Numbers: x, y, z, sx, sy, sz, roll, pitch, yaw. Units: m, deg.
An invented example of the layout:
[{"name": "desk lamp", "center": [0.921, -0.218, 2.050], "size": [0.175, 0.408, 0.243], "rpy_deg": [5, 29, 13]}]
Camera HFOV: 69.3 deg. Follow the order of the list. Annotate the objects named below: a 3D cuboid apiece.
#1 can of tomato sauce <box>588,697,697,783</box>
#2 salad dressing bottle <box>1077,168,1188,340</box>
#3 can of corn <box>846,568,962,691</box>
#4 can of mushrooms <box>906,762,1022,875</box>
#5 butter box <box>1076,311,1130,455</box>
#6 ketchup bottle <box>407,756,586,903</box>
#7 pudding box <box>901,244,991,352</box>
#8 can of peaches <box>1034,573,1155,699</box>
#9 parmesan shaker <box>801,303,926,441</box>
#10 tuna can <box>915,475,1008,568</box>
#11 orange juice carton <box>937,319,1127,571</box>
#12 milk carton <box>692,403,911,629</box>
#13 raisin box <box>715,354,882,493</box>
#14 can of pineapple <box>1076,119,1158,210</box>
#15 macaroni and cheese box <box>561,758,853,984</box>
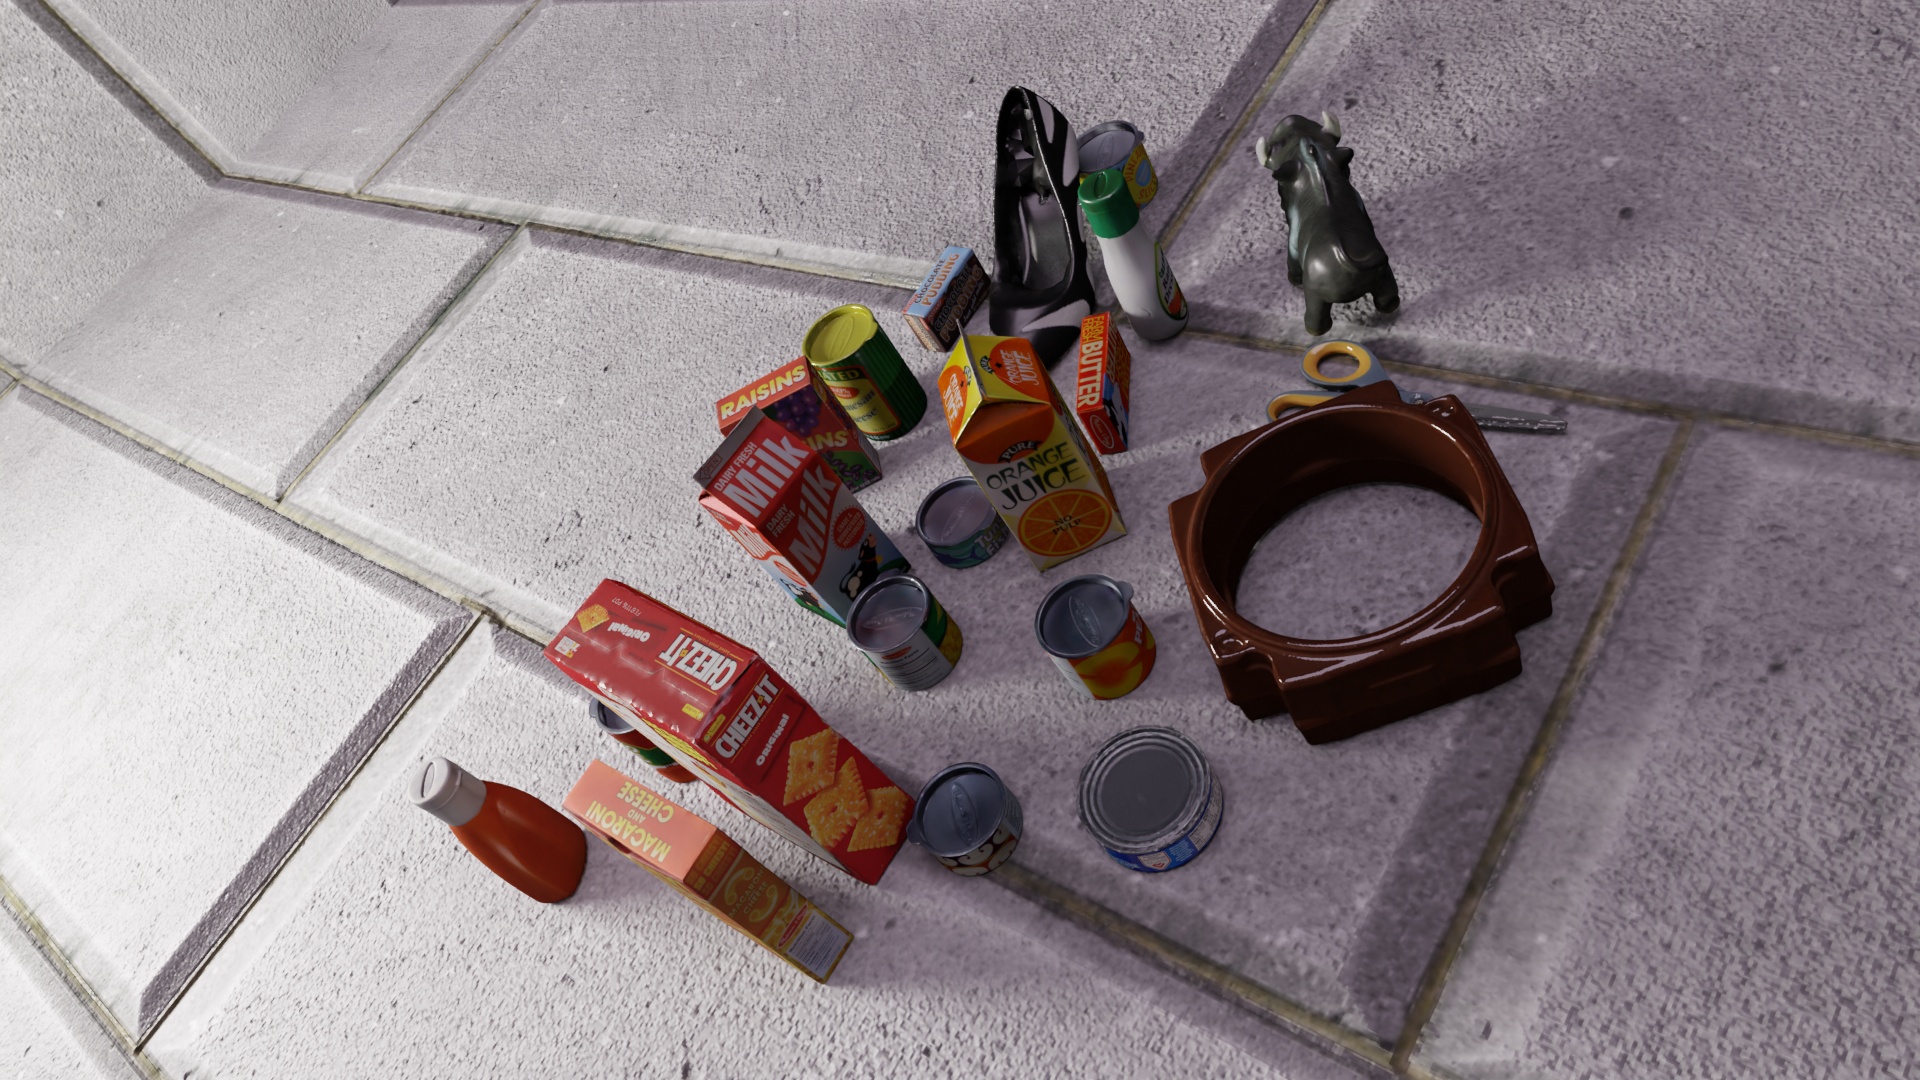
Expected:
[{"name": "can of tomato sauce", "center": [-0.222, 0.135, 1.034], "size": [0.071, 0.082, 0.071], "rpy_deg": [-16, 48, 19]}, {"name": "salad dressing bottle", "center": [0.133, -0.218, 1.068], "size": [0.044, 0.147, 0.064], "rpy_deg": [-8, 51, 25]}, {"name": "can of corn", "center": [-0.039, 0.065, 1.001], "size": [0.071, 0.058, 0.071], "rpy_deg": [-16, 48, 19]}, {"name": "can of mushrooms", "center": [0.003, 0.181, 0.899], "size": [0.071, 0.033, 0.071], "rpy_deg": [-16, 48, 19]}, {"name": "butter box", "center": [0.111, -0.121, 1.069], "size": [0.024, 0.053, 0.104], "rpy_deg": [-11, 50, 23]}, {"name": "ketchup bottle", "center": [-0.330, 0.204, 0.995], "size": [0.043, 0.148, 0.065], "rpy_deg": [-20, 47, 16]}, {"name": "pudding box", "center": [-0.011, -0.212, 1.217], "size": [0.030, 0.049, 0.084], "rpy_deg": [16, 64, 39]}, {"name": "can of peaches", "center": [0.093, 0.063, 0.925], "size": [0.071, 0.058, 0.071], "rpy_deg": [-16, 48, 19]}, {"name": "parmesan shaker", "center": [-0.076, -0.138, 1.156], "size": [0.071, 0.102, 0.072], "rpy_deg": [-16, 48, 19]}, {"name": "tuna can", "center": [0.004, -0.013, 1.057], "size": [0.071, 0.032, 0.071], "rpy_deg": [-16, 48, 19]}, {"name": "orange juice carton", "center": [0.044, -0.069, 0.967], "size": [0.073, 0.192, 0.072], "rpy_deg": [-25, 46, 12]}, {"name": "milk carton", "center": [-0.122, -0.016, 1.022], "size": [0.073, 0.190, 0.072], "rpy_deg": [22, 68, 41]}, {"name": "raisin box", "center": [-0.130, -0.082, 1.128], "size": [0.086, 0.123, 0.040], "rpy_deg": [-26, 46, 11]}, {"name": "can of pineapple", "center": [0.135, -0.323, 1.216], "size": [0.071, 0.057, 0.071], "rpy_deg": [-16, 48, 19]}, {"name": "macaroni and cheese box", "center": [-0.157, 0.210, 0.876], "size": [0.124, 0.166, 0.040], "rpy_deg": [17, 65, 39]}]
